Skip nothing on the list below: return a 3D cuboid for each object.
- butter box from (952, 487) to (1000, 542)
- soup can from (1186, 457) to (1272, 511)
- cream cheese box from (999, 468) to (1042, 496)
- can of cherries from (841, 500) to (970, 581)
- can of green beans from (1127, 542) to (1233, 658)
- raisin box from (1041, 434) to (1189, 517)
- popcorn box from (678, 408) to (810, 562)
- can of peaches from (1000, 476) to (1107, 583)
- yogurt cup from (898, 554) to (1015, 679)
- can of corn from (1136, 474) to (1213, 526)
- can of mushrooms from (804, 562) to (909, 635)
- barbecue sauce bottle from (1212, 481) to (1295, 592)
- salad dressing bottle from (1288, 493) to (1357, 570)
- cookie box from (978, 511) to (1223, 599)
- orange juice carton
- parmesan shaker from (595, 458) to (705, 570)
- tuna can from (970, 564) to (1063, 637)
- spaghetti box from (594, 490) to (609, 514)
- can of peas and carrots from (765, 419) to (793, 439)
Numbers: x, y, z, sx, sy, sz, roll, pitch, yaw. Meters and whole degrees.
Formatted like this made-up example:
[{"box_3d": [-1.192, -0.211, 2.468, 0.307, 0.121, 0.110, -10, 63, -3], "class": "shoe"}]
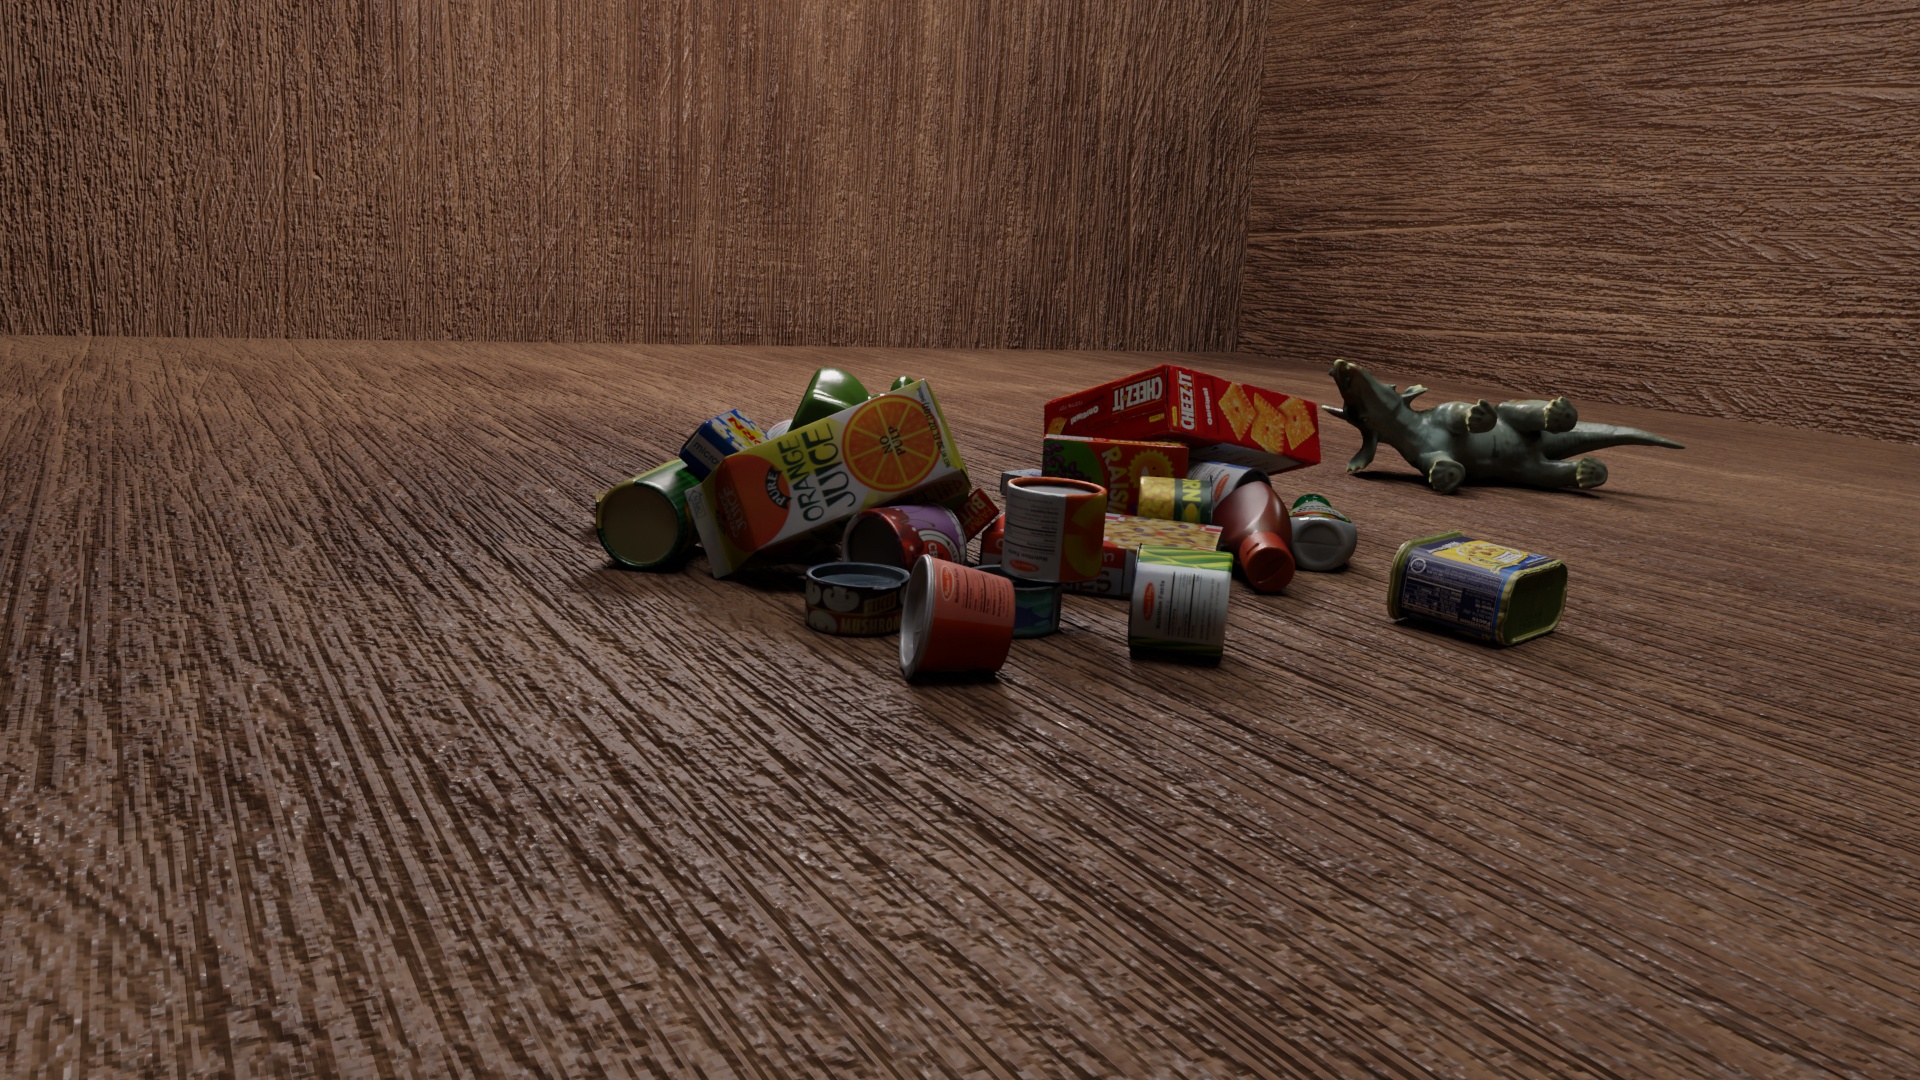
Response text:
[{"box_3d": [0.004, -0.013, 1.042, 0.024, 0.053, 0.103, 47, 1, 1], "class": "butter box"}, {"box_3d": [0.225, -0.036, 1.233, 0.071, 0.071, 0.084, -8, 15, -43], "class": "soup can"}, {"box_3d": [0.095, -0.050, 1.357, 0.104, 0.024, 0.053, 12, 14, 36], "class": "cream cheese box"}, {"box_3d": [-0.037, 0.009, 0.941, 0.071, 0.071, 0.058, 14, 16, 43], "class": "can of cherries"}, {"box_3d": [0.136, 0.037, 0.855, 0.058, 0.071, 0.071, 6, 12, 11], "class": "can of green beans"}, {"box_3d": [0.129, -0.043, 1.185, 0.123, 0.086, 0.040, 4, 7, 4], "class": "raisin box"}, {"box_3d": [-0.148, -0.044, 1.072, 0.126, 0.038, 0.085, 41, 12, -2], "class": "popcorn box"}, {"box_3d": [0.062, -0.008, 0.902, 0.071, 0.058, 0.071, 3, 12, -1], "class": "can of peaches"}, {"box_3d": [-0.002, 0.045, 0.791, 0.054, 0.072, 0.072, 9, 10, -13], "class": "yogurt cup"}, {"box_3d": [0.172, -0.020, 1.125, 0.058, 0.071, 0.071, 4, 12, 6], "class": "can of corn"}, {"box_3d": [-0.064, 0.037, 0.880, 0.071, 0.033, 0.071, 4, 11, -1], "class": "can of mushrooms"}, {"box_3d": [0.232, -0.001, 1.089, 0.043, 0.064, 0.149, 46, 14, -10], "class": "barbecue sauce bottle"}, {"box_3d": [0.300, -0.010, 1.178, 0.064, 0.044, 0.148, 5, 12, 11], "class": "salad dressing bottle"}, {"box_3d": [0.108, 0.009, 1.043, 0.167, 0.040, 0.123, 7, 13, 13], "class": "cookie box"}, {"box_3d": [-0.096, -0.039, 0.979, 0.193, 0.072, 0.073, -21, -12, 2], "class": "orange juice carton"}, {"box_3d": [-0.222, -0.018, 1.030, 0.071, 0.071, 0.103, 5, 13, 7], "class": "parmesan shaker"}, {"box_3d": [0.030, 0.039, 0.898, 0.071, 0.032, 0.071, 3, 12, -1], "class": "tuna can"}, {"box_3d": [-0.172, -0.023, 1.144, 0.250, 0.028, 0.050, 0, 12, -15], "class": "spaghetti box"}, {"box_3d": [-0.152, -0.077, 1.325, 0.071, 0.070, 0.059, -2, 13, -25], "class": "can of peas and carrots"}]
